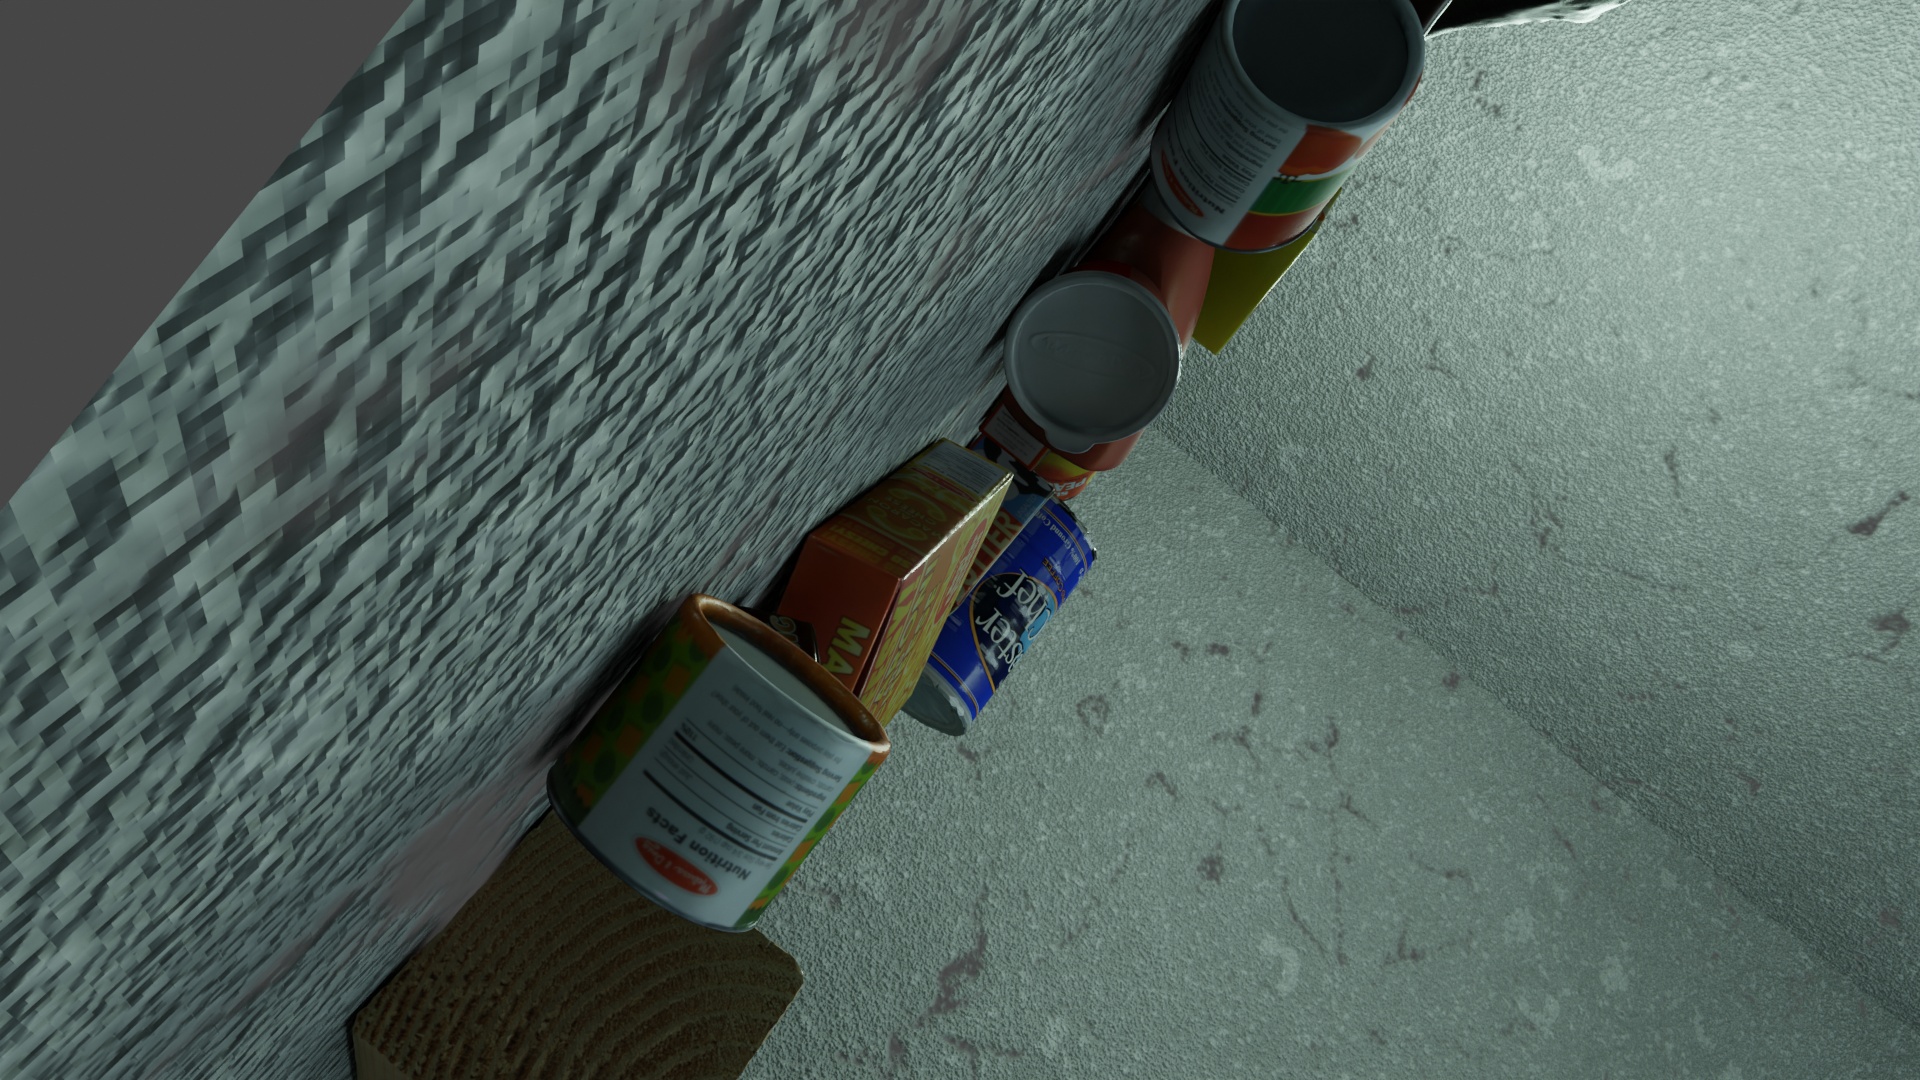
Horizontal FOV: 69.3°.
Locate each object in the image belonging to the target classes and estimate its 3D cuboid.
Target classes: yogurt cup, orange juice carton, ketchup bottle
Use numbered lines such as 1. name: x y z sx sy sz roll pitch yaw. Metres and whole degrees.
1. yogurt cup: 0.054 -0.078 0.549 0.072 0.072 0.054 -52 -175 25
2. orange juice carton: 0.135 -0.161 0.689 0.071 0.073 0.193 -52 178 28
3. ketchup bottle: 0.075 -0.105 0.594 0.044 0.065 0.148 -16 141 -53

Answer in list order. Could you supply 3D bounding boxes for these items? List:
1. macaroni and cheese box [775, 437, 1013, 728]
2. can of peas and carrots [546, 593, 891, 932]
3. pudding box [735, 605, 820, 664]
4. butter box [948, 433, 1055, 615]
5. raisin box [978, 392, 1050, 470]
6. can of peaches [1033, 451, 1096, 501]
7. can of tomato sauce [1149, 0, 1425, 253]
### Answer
1. macaroni and cheese box: -0.036 0.035 0.558 0.123 0.040 0.167 -65 173 20
2. can of peas and carrots: -0.061 0.055 0.356 0.058 0.071 0.071 -52 178 2
3. pudding box: -0.075 0.067 0.444 0.083 0.030 0.050 -52 -146 33
4. butter box: 0.003 -0.009 0.758 0.104 0.053 0.024 -49 180 -33
5. raisin box: 0.069 -0.104 0.740 0.123 0.040 0.086 -51 177 28
6. can of peaches: 0.063 -0.064 0.890 0.071 0.071 0.057 -50 177 -32
7. can of tomato sauce: 0.106 -0.144 0.458 0.071 0.071 0.083 -51 177 -15
